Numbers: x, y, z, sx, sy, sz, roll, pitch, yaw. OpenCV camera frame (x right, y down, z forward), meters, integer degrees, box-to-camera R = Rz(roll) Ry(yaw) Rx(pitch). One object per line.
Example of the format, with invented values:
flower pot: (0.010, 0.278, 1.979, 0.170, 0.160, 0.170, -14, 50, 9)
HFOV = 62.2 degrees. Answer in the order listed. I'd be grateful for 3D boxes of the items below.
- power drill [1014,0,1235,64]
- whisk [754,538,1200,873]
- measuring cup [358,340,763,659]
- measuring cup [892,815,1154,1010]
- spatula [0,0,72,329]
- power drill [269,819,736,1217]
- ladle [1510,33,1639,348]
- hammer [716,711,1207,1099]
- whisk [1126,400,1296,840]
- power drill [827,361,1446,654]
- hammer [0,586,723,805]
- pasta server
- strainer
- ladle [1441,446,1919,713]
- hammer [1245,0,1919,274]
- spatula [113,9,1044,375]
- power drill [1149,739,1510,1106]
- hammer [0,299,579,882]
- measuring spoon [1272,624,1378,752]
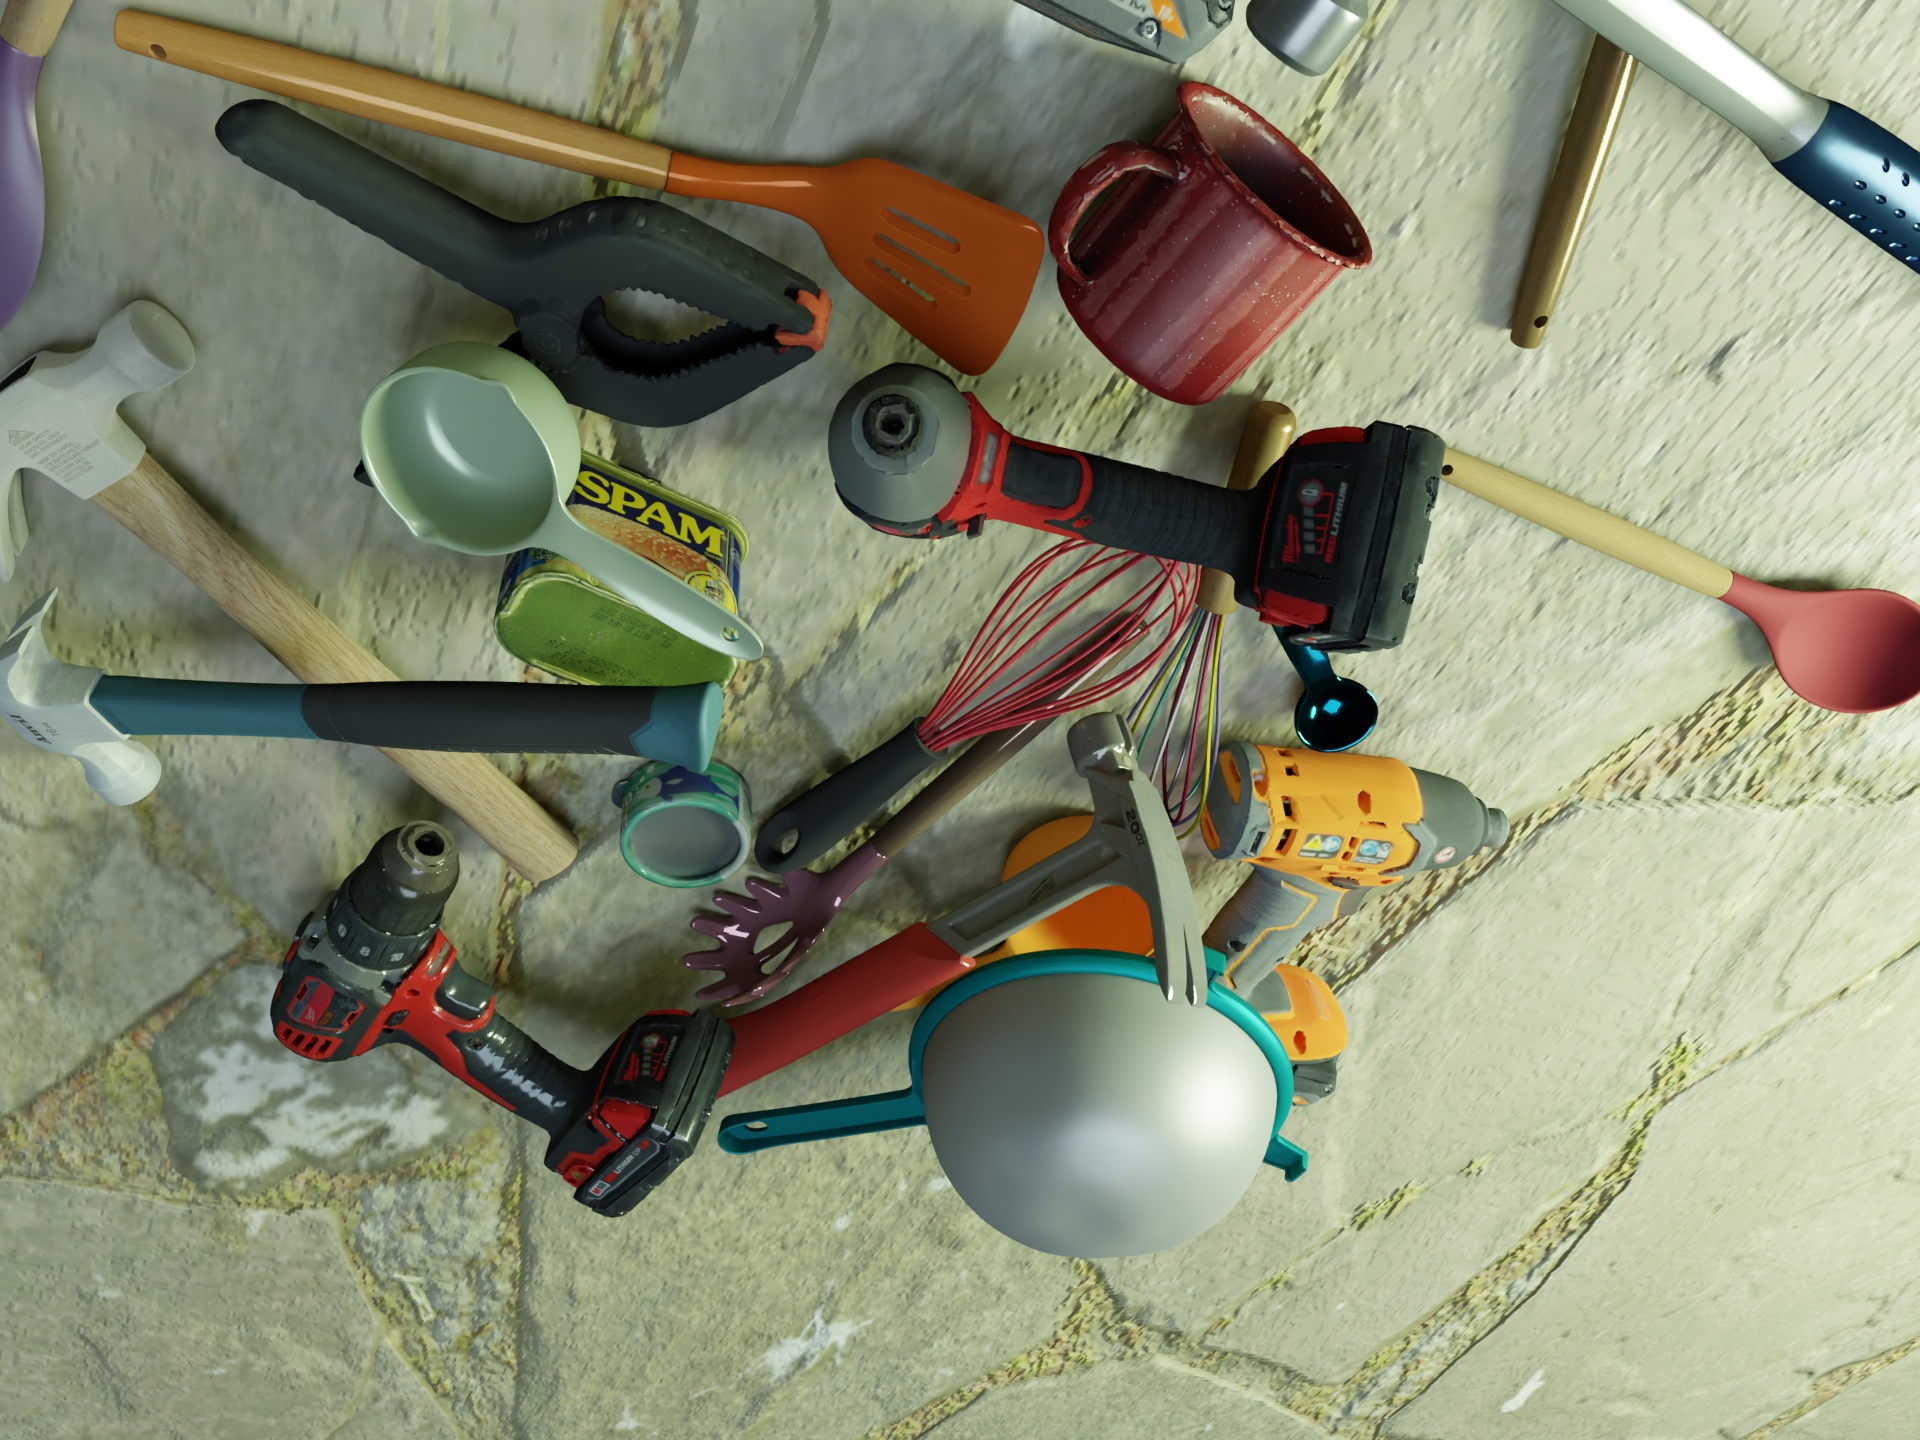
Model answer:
power drill: (0.077, -0.309, 0.444, 0.185, 0.084, 0.226, 13, 113, -29)
whisk: (-0.001, -0.002, 0.757, 0.073, 0.073, 0.296, 33, 126, -31)
measuring cup: (-0.141, -0.078, 0.597, 0.167, 0.038, 0.083, 33, 127, -14)
measuring cup: (0.029, 0.108, 0.865, 0.173, 0.052, 0.095, -24, 131, 18)
spatula: (-0.297, -0.242, 0.522, 0.059, 0.018, 0.316, 37, 120, -12)
power drill: (-0.234, 0.152, 0.826, 0.226, 0.080, 0.188, 32, 130, -13)
ladle: (0.243, -0.263, 0.546, 0.078, 0.062, 0.319, -6, 136, -8)
hammer: (-0.031, 0.140, 0.833, 0.359, 0.149, 0.036, -33, 146, 33)
whisk: (0.118, -0.036, 0.748, 0.051, 0.047, 0.244, -3, 130, -18)
power drill: (0.058, -0.085, 0.602, 0.219, 0.143, 0.078, 12, 91, 3)
hammer: (-0.253, -0.003, 0.661, 0.331, 0.033, 0.128, 2, 147, 13)
pasta server: (-0.027, 0.048, 0.811, 0.316, 0.060, 0.040, -41, 149, 24)
strainer: (0.011, 0.236, 0.866, 0.340, 0.095, 0.210, -12, 128, 19)
ladle: (0.340, -0.072, 0.753, 0.315, 0.031, 0.069, 18, 125, -20)
hammer: (0.296, -0.218, 0.565, 0.405, 0.035, 0.144, 15, 136, -30)
spatula: (-0.130, -0.197, 0.569, 0.322, 0.041, 0.081, 10, 148, -14)
power drill: (0.190, 0.112, 0.869, 0.164, 0.084, 0.226, 6, 128, -13)
hammer: (-0.289, -0.028, 0.713, 0.130, 0.031, 0.331, -25, 131, 15)
measuring spoon: (0.167, -0.038, 0.774, 0.042, 0.021, 0.128, -24, 122, 11)
